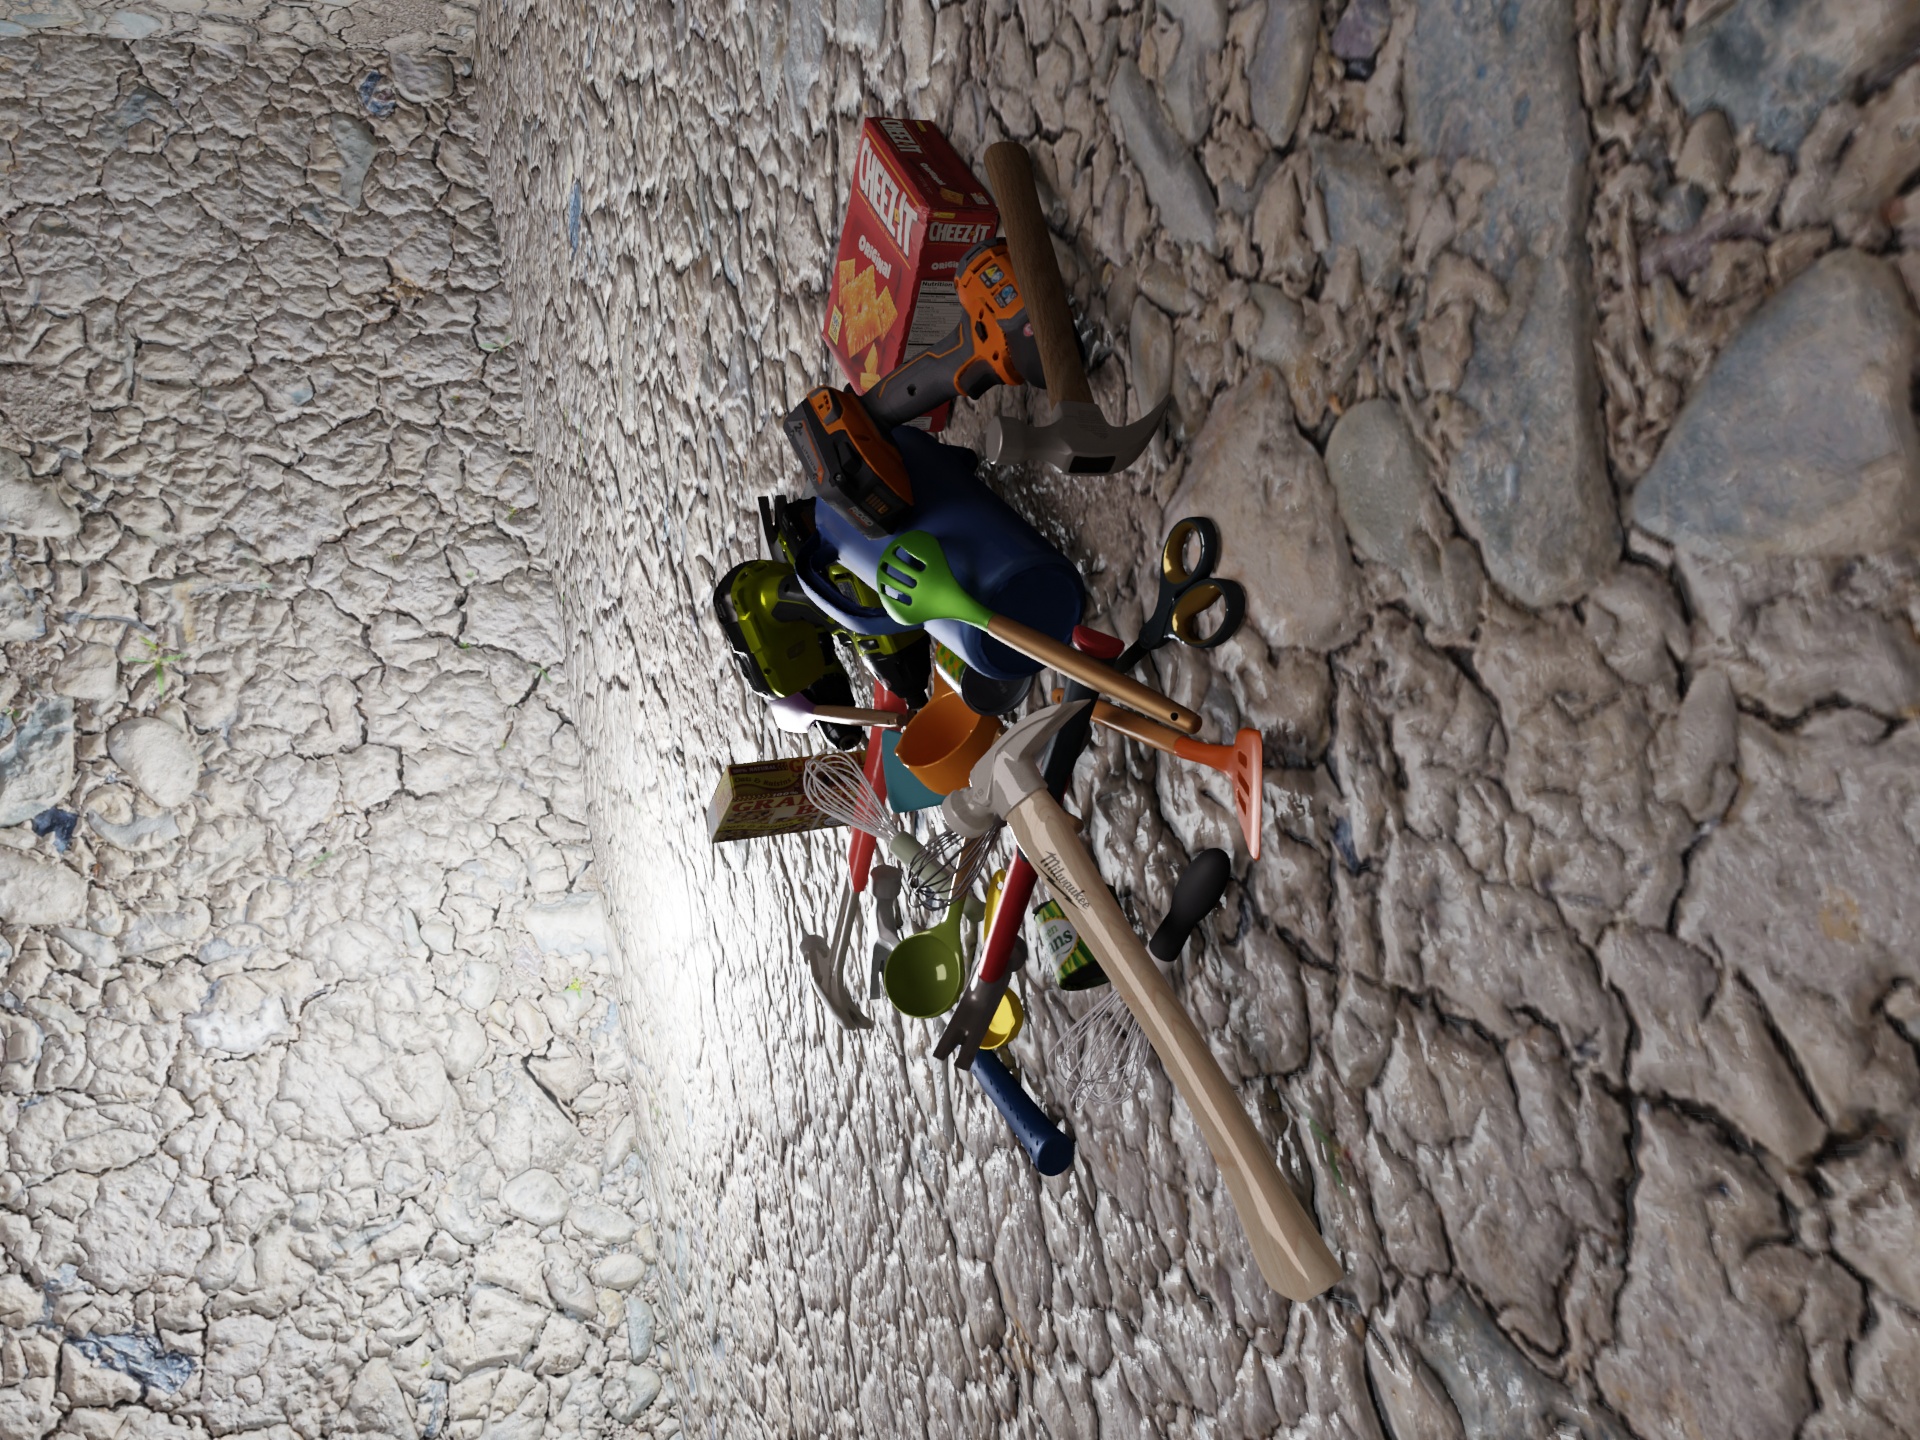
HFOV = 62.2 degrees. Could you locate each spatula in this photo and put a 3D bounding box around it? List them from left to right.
[{"bbox_3d":[-0.131,-0.009,1.589,0.316,0.018,0.059,7,117,61],"label":"spatula"},{"bbox_3d":[0.015,0.064,1.374,0.318,0.044,0.082,17,115,63],"label":"spatula"},{"bbox_3d":[0.133,0.013,1.095,0.323,0.041,0.081,-153,59,-64],"label":"spatula"}]

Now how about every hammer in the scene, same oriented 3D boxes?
[{"bbox_3d":[-0.154,-0.249,1.686,0.334,0.035,0.146,127,131,-58],"label":"hammer"},{"bbox_3d":[-0.094,0.123,1.576,0.149,0.036,0.359,44,127,54],"label":"hammer"},{"bbox_3d":[-0.004,0.290,1.488,0.406,0.035,0.144,-137,46,-56],"label":"hammer"},{"bbox_3d":[0.051,0.096,1.189,0.143,0.038,0.386,-58,-14,-50],"label":"hammer"},{"bbox_3d":[0.061,-0.296,1.114,0.031,0.130,0.332,114,153,-50],"label":"hammer"},{"bbox_3d":[0.131,0.181,1.047,0.146,0.038,0.411,-47,66,39],"label":"hammer"}]

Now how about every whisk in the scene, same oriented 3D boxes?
[{"bbox_3d":[-0.062,0.107,1.481,0.246,0.057,0.059,39,95,28],"label":"whisk"},{"bbox_3d":[0.028,0.077,1.271,0.239,0.055,0.055,-48,50,33],"label":"whisk"},{"bbox_3d":[0.129,0.188,1.136,0.070,0.070,0.284,63,145,39],"label":"whisk"}]

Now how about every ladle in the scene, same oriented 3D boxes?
[{"bbox_3d":[-0.005,0.135,1.364,0.078,0.062,0.320,39,133,28],"label":"ladle"}]

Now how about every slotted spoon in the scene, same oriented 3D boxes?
[{"bbox_3d":[0.042,-0.059,1.095,0.314,0.031,0.070,30,106,38],"label":"slotted spoon"}]

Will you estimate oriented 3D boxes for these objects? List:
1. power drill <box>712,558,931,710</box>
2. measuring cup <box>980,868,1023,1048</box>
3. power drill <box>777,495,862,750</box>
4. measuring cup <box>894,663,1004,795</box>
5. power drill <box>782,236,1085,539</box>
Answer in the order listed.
[{"bbox_3d":[-0.123,-0.086,1.489,0.223,0.080,0.171,-2,115,48],"label":"power drill"},{"bbox_3d":[0.034,0.208,1.393,0.062,0.029,0.156,4,86,35],"label":"measuring cup"},{"bbox_3d":[-0.139,-0.098,1.644,0.191,0.080,0.228,59,149,34],"label":"power drill"},{"bbox_3d":[-0.002,-0.004,1.384,0.052,0.095,0.174,49,-155,-30],"label":"measuring cup"},{"bbox_3d":[-0.012,-0.242,1.188,0.226,0.084,0.164,-39,48,12],"label":"power drill"}]
